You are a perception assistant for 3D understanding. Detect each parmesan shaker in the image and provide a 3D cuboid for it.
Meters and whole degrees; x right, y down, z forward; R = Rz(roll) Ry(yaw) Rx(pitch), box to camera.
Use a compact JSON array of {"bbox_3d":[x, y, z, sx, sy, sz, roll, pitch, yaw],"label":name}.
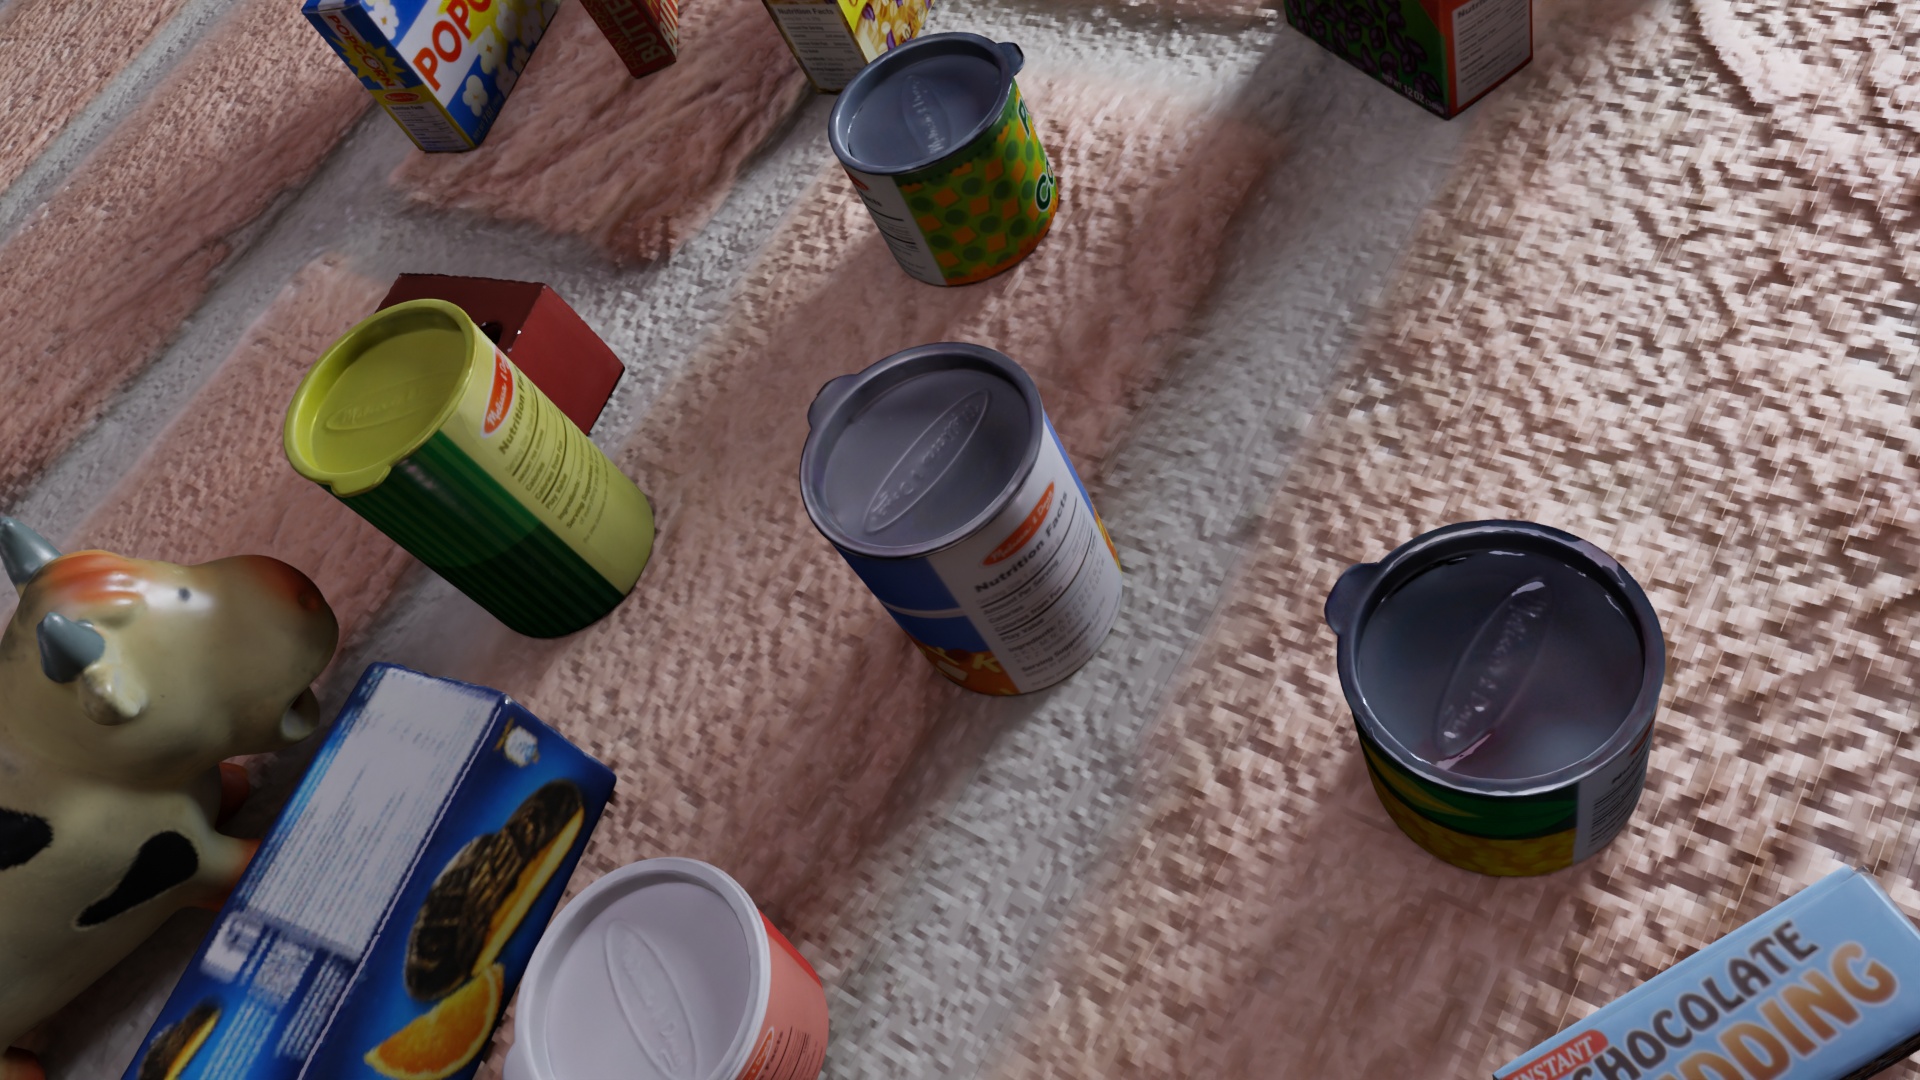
[{"bbox_3d":[-0.153,-0.017,0.445,0.071,0.102,0.071,-11,56,16],"label":"parmesan shaker"}]

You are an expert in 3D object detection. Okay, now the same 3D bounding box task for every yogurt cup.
[{"bbox_3d":[-0.068,0.121,0.351,0.072,0.053,0.073,-11,56,16],"label":"yogurt cup"}]

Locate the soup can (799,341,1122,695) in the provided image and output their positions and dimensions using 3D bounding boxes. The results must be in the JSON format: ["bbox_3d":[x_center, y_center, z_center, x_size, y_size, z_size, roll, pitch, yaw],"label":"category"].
[{"bbox_3d":[0.001,-0.005,0.384,0.071,0.083,0.072,-11,56,16],"label":"soup can"}]

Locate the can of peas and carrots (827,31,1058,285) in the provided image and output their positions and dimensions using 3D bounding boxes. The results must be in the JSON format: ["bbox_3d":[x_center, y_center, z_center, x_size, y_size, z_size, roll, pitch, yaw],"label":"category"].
[{"bbox_3d":[-0.002,-0.133,0.485,0.071,0.058,0.071,-11,56,16],"label":"can of peas and carrots"}]

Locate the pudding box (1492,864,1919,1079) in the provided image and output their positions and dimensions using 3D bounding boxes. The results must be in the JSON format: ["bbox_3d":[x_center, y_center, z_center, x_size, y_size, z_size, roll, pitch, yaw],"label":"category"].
[{"bbox_3d":[0.149,0.103,0.275,0.084,0.049,0.030,-31,53,2],"label":"pudding box"}]

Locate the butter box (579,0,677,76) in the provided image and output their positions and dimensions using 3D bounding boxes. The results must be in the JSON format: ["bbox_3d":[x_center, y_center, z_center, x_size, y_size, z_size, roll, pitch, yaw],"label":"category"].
[{"bbox_3d":[-0.152,-0.267,0.637,0.024,0.053,0.104,-16,54,13],"label":"butter box"}]

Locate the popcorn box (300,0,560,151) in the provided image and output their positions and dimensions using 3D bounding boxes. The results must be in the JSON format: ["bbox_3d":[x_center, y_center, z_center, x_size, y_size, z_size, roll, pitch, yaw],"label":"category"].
[{"bbox_3d":[-0.238,-0.257,0.647,0.038,0.085,0.127,3,61,25],"label":"popcorn box"}]

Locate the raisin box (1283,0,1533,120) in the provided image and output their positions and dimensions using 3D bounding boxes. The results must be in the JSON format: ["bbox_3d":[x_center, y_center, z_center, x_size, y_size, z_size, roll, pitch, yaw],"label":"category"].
[{"bbox_3d":[0.134,-0.205,0.433,0.040,0.123,0.086,-36,53,-2],"label":"raisin box"}]

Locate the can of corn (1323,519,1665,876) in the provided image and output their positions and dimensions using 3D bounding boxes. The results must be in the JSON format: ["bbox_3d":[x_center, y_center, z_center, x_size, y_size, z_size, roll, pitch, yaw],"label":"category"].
[{"bbox_3d":[0.122,0.037,0.323,0.071,0.058,0.071,-11,56,16],"label":"can of corn"}]

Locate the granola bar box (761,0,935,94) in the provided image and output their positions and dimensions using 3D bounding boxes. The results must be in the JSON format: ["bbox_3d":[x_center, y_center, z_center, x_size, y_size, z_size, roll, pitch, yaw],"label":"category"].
[{"bbox_3d":[-0.038,-0.283,0.555,0.039,0.123,0.166,9,63,28],"label":"granola bar box"}]
